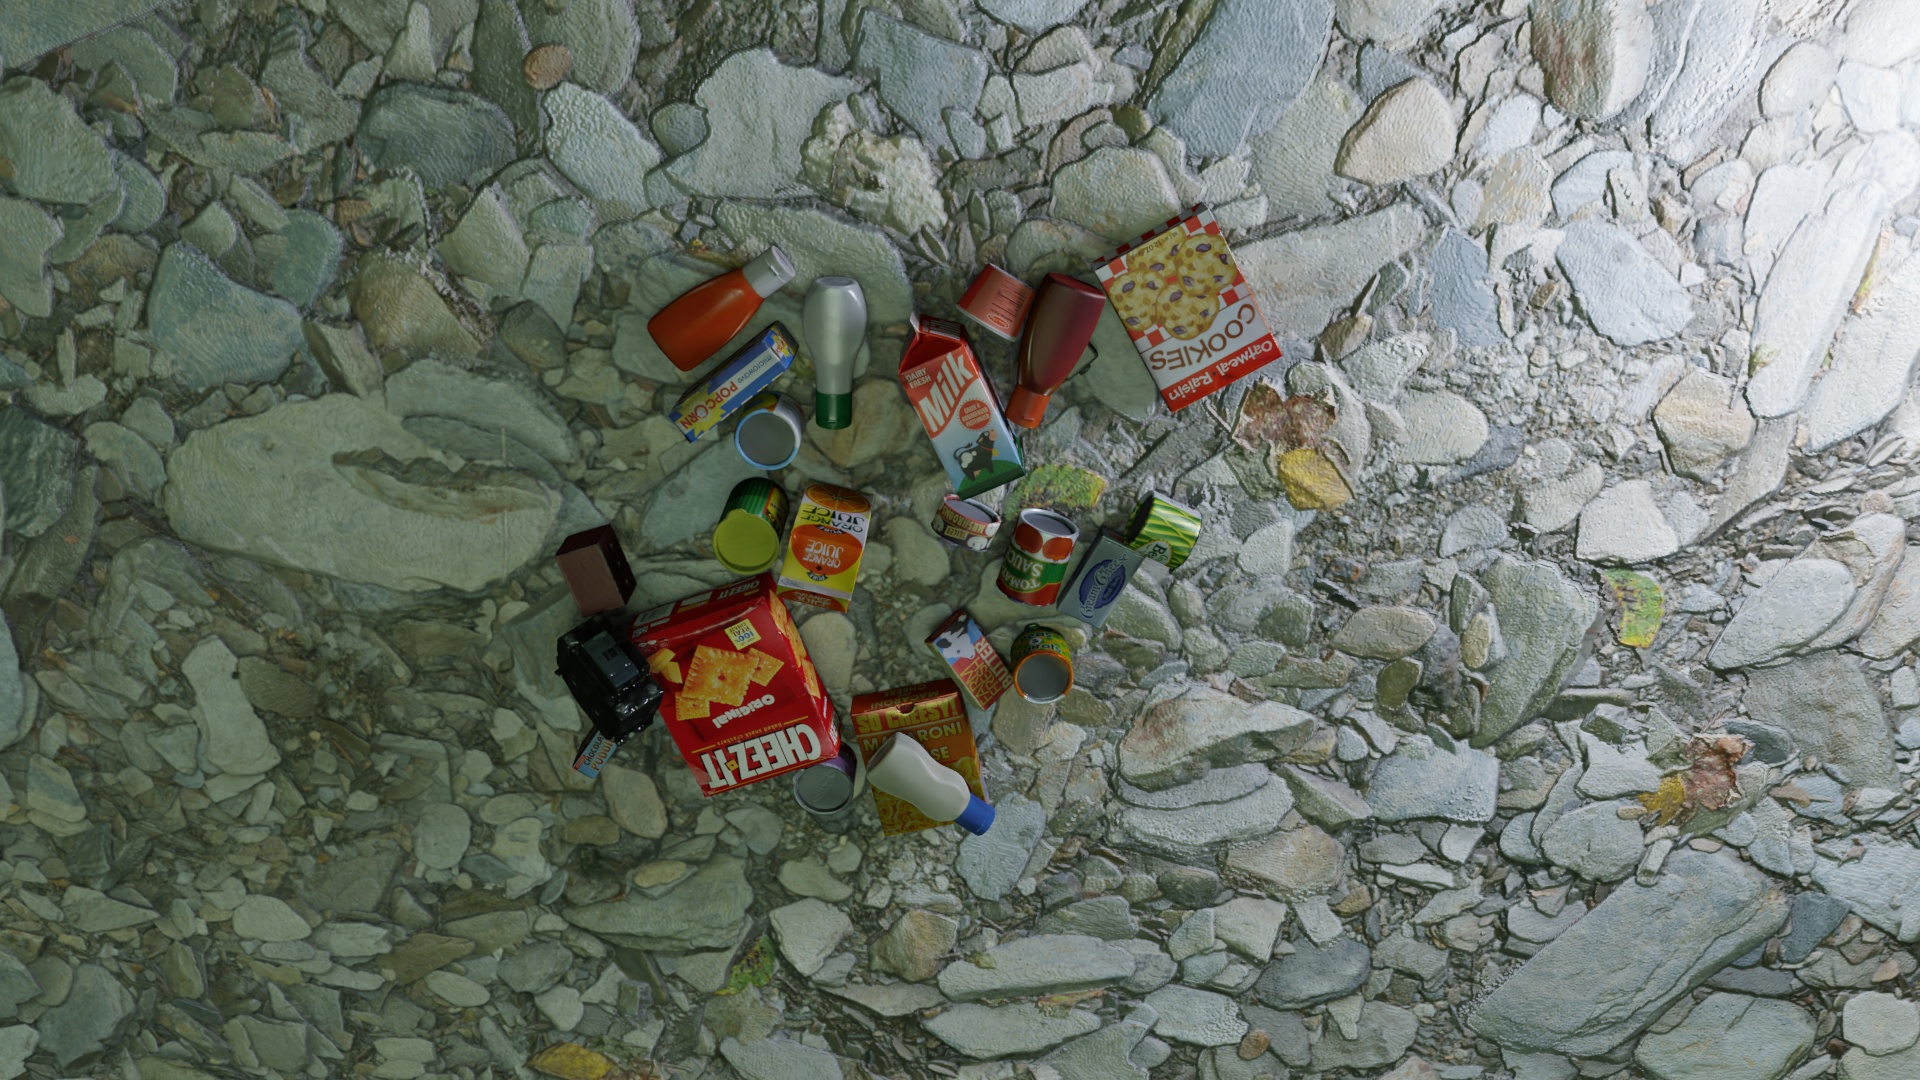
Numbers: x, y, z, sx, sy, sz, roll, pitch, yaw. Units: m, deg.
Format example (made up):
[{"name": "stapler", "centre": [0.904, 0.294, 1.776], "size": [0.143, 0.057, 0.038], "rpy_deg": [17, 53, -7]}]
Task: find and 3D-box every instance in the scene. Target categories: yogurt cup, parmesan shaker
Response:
[{"name": "yogurt cup", "centre": [0.037, -0.232, 1.343], "size": [0.072, 0.072, 0.054], "rpy_deg": [29, 102, -12]}, {"name": "parmesan shaker", "centre": [-0.211, -0.019, 1.410], "size": [0.071, 0.103, 0.071], "rpy_deg": [0, 114, 0]}]

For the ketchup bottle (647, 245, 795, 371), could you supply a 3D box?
[{"name": "ketchup bottle", "centre": [-0.230, -0.229, 1.353], "size": [0.148, 0.044, 0.064], "rpy_deg": [-33, 110, 13]}]

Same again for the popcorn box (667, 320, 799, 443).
[{"name": "popcorn box", "centre": [-0.221, -0.157, 1.361], "size": [0.126, 0.085, 0.038], "rpy_deg": [-35, 108, 14]}]

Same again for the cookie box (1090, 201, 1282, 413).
[{"name": "cookie box", "centre": [0.221, -0.225, 1.357], "size": [0.123, 0.040, 0.167], "rpy_deg": [-28, 110, 11]}]

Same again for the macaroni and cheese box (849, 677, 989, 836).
[{"name": "macaroni and cheese box", "centre": [-0.044, 0.244, 1.557], "size": [0.124, 0.040, 0.165], "rpy_deg": [-12, 113, 4]}]

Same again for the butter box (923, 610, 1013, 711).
[{"name": "butter box", "centre": [0.011, 0.130, 1.504], "size": [0.053, 0.024, 0.103], "rpy_deg": [-43, 110, -20]}]

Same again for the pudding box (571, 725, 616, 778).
[{"name": "pudding box", "centre": [-0.393, 0.217, 1.540], "size": [0.030, 0.050, 0.083], "rpy_deg": [33, 110, -15]}]

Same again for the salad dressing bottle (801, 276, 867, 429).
[{"name": "salad dressing bottle", "centre": [-0.125, -0.184, 1.373], "size": [0.064, 0.044, 0.147], "rpy_deg": [2, 114, -3]}]

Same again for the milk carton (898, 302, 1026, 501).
[{"name": "milk carton", "centre": [-0.006, -0.143, 1.374], "size": [0.073, 0.072, 0.190], "rpy_deg": [-23, 111, 10]}]

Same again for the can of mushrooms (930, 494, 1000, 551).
[{"name": "can of mushrooms", "centre": [0.005, -0.018, 1.429], "size": [0.071, 0.071, 0.033], "rpy_deg": [21, 110, -9]}]

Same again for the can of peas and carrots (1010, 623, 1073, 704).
[{"name": "can of peas and carrots", "centre": [0.087, 0.133, 1.500], "size": [0.071, 0.059, 0.070], "rpy_deg": [0, 113, 0]}]

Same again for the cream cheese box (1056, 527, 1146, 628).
[{"name": "cream cheese box", "centre": [0.149, 0.041, 1.474], "size": [0.053, 0.024, 0.103], "rpy_deg": [24, 117, -10]}]

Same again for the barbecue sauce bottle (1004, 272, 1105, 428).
[{"name": "barbecue sauce bottle", "centre": [0.085, -0.182, 1.349], "size": [0.065, 0.044, 0.148], "rpy_deg": [14, 114, -18]}]

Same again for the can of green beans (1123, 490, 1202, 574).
[{"name": "can of green beans", "centre": [0.208, -0.011, 1.434], "size": [0.058, 0.071, 0.071], "rpy_deg": [25, 111, -10]}]

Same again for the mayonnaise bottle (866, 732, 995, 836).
[{"name": "mayonnaise bottle", "centre": [-0.029, 0.272, 1.525], "size": [0.148, 0.041, 0.064], "rpy_deg": [36, 110, -17]}]

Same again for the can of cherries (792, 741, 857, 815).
[{"name": "can of cherries", "centre": [-0.152, 0.262, 1.555], "size": [0.071, 0.058, 0.071], "rpy_deg": [0, 114, 1]}]

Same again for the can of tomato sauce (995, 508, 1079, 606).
[{"name": "can of tomato sauce", "centre": [0.079, 0.017, 1.444], "size": [0.071, 0.071, 0.082], "rpy_deg": [15, 112, -6]}]

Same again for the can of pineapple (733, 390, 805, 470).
[{"name": "can of pineapple", "centre": [-0.193, -0.109, 1.396], "size": [0.071, 0.058, 0.070], "rpy_deg": [0, 114, 0]}]

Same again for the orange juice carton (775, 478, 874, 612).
[{"name": "orange juice carton", "centre": [-0.134, 0.011, 1.374], "size": [0.072, 0.193, 0.072], "rpy_deg": [14, 112, -5]}]
